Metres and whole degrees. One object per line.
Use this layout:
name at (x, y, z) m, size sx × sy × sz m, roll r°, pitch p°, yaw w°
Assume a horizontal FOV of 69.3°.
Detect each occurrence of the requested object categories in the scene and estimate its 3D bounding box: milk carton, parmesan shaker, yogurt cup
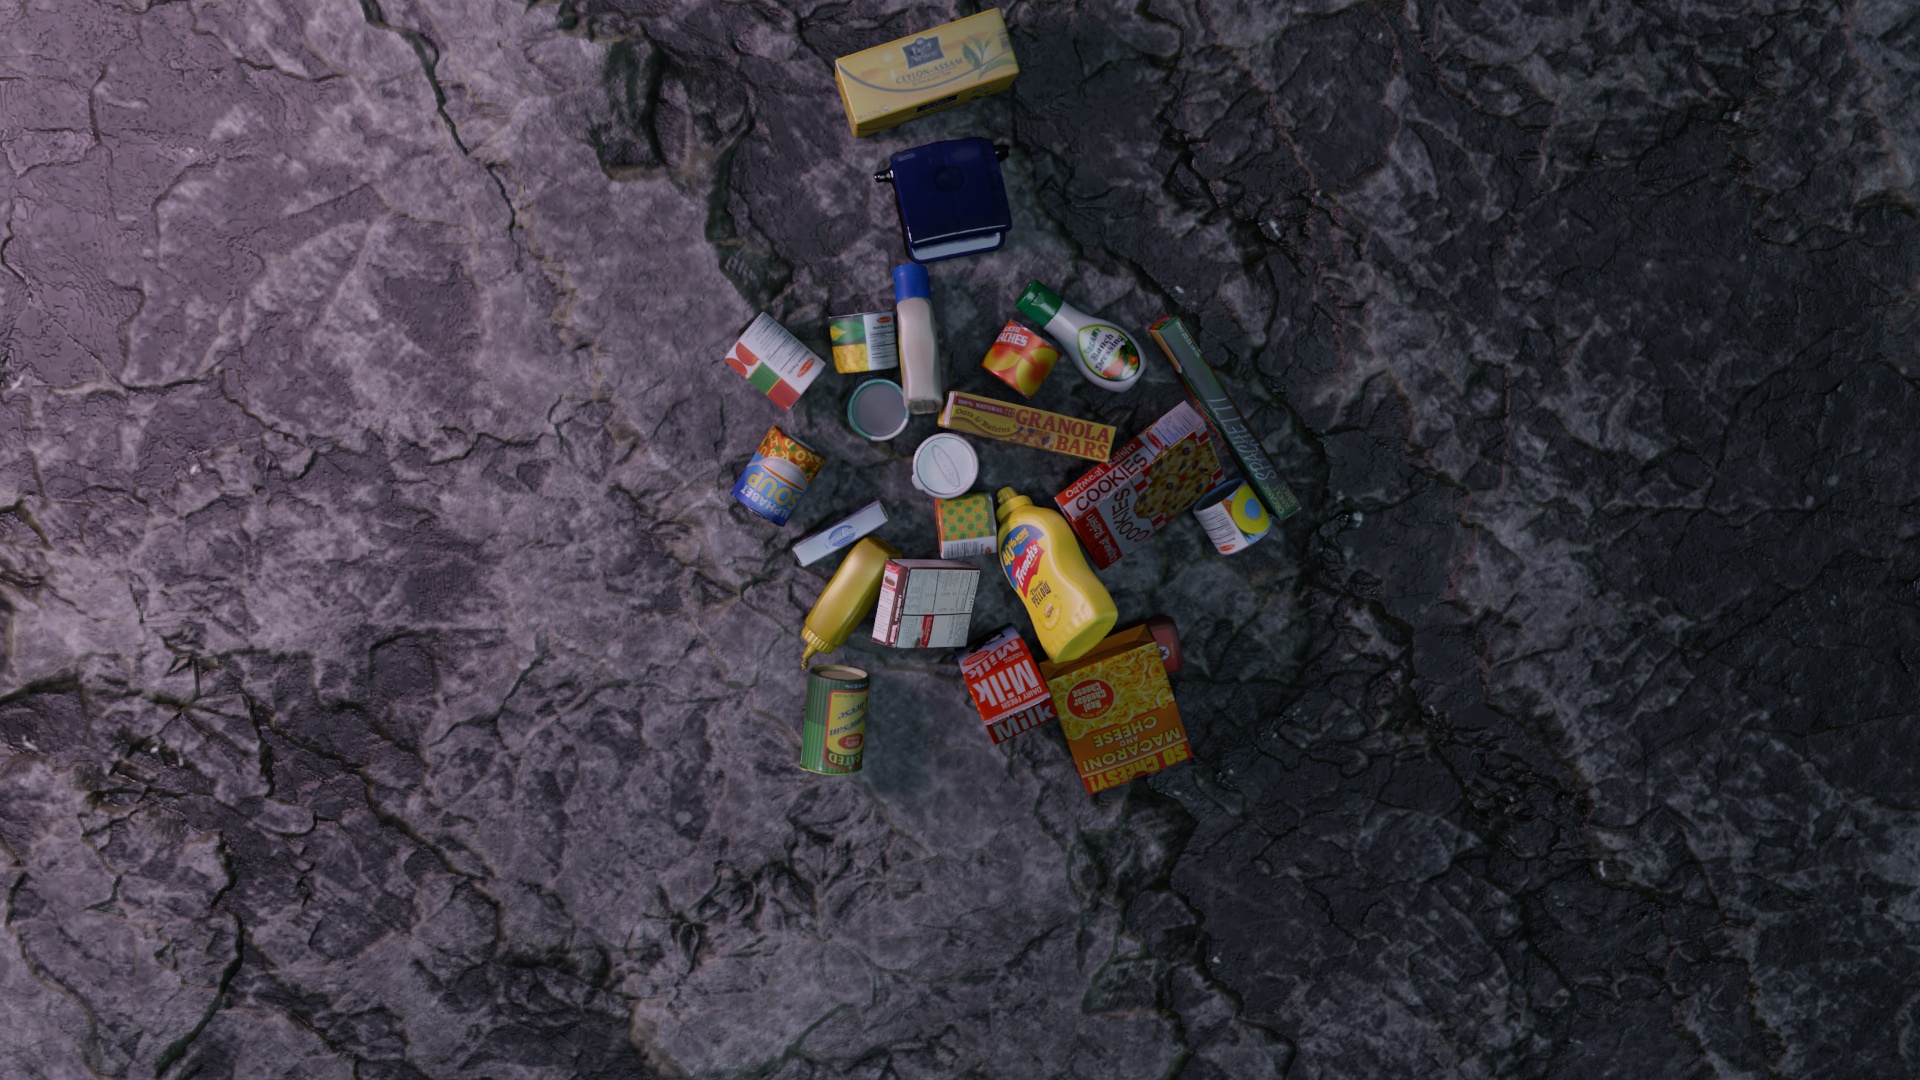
milk carton at (0.047, 0.149, 1.421) m, size 0.072 × 0.191 × 0.073 m, roll -25°, pitch 100°, yaw -2°
parmesan shaker at (-0.134, 0.189, 1.469) m, size 0.071 × 0.071 × 0.103 m, roll 5°, pitch 98°, yaw -7°
yogurt cup at (-0.017, -0.080, 1.451) m, size 0.072 × 0.054 × 0.072 m, roll -1°, pitch 99°, yaw -6°

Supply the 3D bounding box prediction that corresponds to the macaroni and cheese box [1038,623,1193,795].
macaroni and cheese box at (0.168, 0.183, 1.486) m, size 0.124 × 0.040 × 0.165 m, roll -21°, pitch 119°, yaw 1°

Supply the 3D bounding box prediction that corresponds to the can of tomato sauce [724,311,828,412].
can of tomato sauce at (-0.189, -0.181, 1.413) m, size 0.083 × 0.071 × 0.071 m, roll 40°, pitch 93°, yaw -10°

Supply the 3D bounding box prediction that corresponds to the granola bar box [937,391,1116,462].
granola bar box at (0.064, -0.117, 1.418) m, size 0.166 × 0.124 × 0.039 m, roll 12°, pitch 95°, yaw -7°

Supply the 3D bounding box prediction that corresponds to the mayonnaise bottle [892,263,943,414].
mayonnaise bottle at (-0.044, -0.207, 1.416) m, size 0.041 × 0.064 × 0.148 m, roll -6°, pitch 79°, yaw 0°

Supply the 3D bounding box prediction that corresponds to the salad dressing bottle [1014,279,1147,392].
salad dressing bottle at (0.125, -0.215, 1.451) m, size 0.147 × 0.044 × 0.064 m, roll 35°, pitch 89°, yaw -10°

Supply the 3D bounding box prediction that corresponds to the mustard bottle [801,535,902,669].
mustard bottle at (-0.124, 0.069, 1.456) m, size 0.049 × 0.065 × 0.160 m, roll 37°, pitch 96°, yaw 12°

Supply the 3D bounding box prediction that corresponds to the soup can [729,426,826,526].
soup can at (-0.187, -0.066, 1.426) m, size 0.071 × 0.071 × 0.083 m, roll 32°, pitch 94°, yaw -10°

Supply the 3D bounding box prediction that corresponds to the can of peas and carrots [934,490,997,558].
can of peas and carrots at (0.005, -0.018, 1.458) m, size 0.059 × 0.071 × 0.071 m, roll -7°, pitch 99°, yaw -4°

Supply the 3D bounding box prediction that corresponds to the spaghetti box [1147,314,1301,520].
spaghetti box at (0.282, -0.130, 1.477) m, size 0.028 × 0.050 × 0.249 m, roll -35°, pitch 100°, yaw 2°

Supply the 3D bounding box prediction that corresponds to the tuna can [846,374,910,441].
tuna can at (-0.086, -0.139, 1.446) m, size 0.071 × 0.033 × 0.071 m, roll -1°, pitch 99°, yaw -6°

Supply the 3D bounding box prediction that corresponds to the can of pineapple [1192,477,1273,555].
can of pineapple at (0.292, -0.027, 1.486) m, size 0.071 × 0.071 × 0.058 m, roll -35°, pitch 100°, yaw 0°

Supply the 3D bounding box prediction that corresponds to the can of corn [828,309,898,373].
can of corn at (-0.100, -0.203, 1.420) m, size 0.071 × 0.071 × 0.058 m, roll -7°, pitch 100°, yaw -5°

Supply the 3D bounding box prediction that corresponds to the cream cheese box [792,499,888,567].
cream cheese box at (-0.124, -0.007, 1.450) m, size 0.104 × 0.053 × 0.024 m, roll -29°, pitch 95°, yaw -2°

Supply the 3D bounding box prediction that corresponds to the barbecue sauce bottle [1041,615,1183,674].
barbecue sauce bottle at (0.163, 0.127, 1.505) m, size 0.149 × 0.044 × 0.064 m, roll -12°, pitch 107°, yaw -4°

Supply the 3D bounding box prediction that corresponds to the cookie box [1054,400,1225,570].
cookie box at (0.189, -0.053, 1.446) m, size 0.167 × 0.122 × 0.040 m, roll -37°, pitch 57°, yaw 0°

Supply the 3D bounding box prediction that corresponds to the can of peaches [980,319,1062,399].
can of peaches at (0.061, -0.188, 1.436) m, size 0.071 × 0.071 × 0.058 m, roll 33°, pitch 95°, yaw -10°
